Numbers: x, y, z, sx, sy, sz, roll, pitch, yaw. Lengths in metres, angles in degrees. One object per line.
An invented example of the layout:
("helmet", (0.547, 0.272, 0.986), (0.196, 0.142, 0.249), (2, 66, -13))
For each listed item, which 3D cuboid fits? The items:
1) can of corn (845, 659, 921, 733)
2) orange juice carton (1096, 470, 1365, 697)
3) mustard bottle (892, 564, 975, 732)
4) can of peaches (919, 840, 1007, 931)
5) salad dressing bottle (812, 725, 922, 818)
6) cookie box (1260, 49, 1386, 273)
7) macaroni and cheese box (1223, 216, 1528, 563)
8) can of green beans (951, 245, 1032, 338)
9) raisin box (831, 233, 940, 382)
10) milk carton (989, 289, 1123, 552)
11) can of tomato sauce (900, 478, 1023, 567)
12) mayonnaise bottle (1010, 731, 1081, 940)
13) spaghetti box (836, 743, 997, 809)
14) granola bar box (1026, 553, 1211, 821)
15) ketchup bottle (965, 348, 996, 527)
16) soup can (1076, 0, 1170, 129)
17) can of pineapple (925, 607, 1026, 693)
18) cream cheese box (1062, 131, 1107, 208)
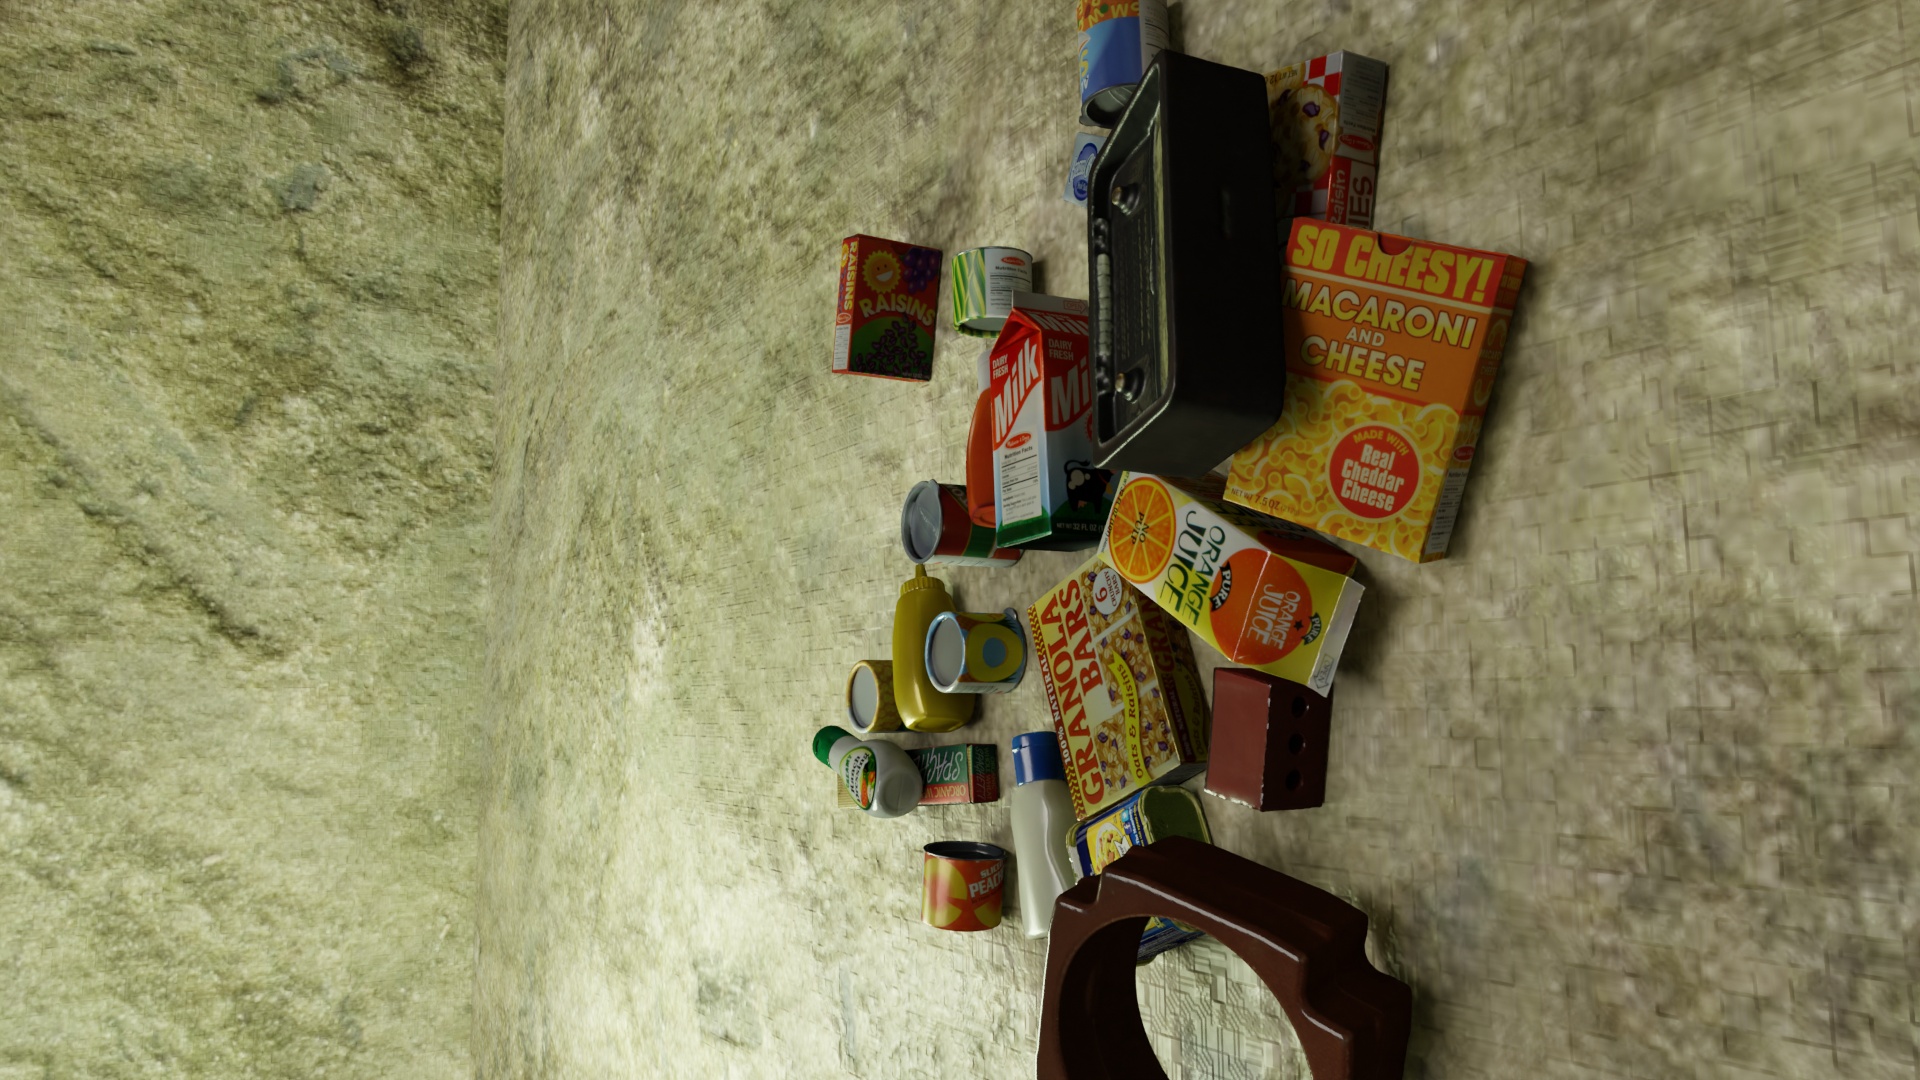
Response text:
("can of corn", (-0.062, 0.137, 1.240), (0.071, 0.058, 0.071), (-10, 79, 58))
("orange juice carton", (0.171, 0.018, 0.851), (0.193, 0.073, 0.071), (42, 121, 52))
("mustard bottle", (-0.027, 0.083, 1.188), (0.048, 0.065, 0.161), (-39, 48, 45))
("can of peaches", (0.003, 0.275, 1.108), (0.071, 0.071, 0.058), (3, 89, 59))
("salad dressing bottle", (-0.086, 0.200, 1.228), (0.147, 0.044, 0.064), (17, 100, 59))
("cookie box", (0.197, -0.206, 0.865), (0.123, 0.040, 0.167), (10, 95, 59))
("macaroni and cheese box", (0.225, -0.085, 0.767), (0.124, 0.040, 0.166), (21, 106, 36))
("can of green beans", (0.026, -0.200, 1.125), (0.071, 0.071, 0.058), (-13, 76, 58))
("raisin box", (-0.068, -0.209, 1.264), (0.040, 0.086, 0.123), (8, 93, 61))
("milk carton", (0.071, -0.091, 1.032), (0.073, 0.072, 0.190), (-17, 73, 57))
("can of tomato sauce", (0.004, -0.014, 1.123), (0.071, 0.083, 0.071), (-11, 77, 58))
("mayonnaise bottle", (0.066, 0.218, 1.035), (0.064, 0.041, 0.148), (-33, 58, 51))
("spaghetti box", (-0.044, 0.211, 1.229), (0.249, 0.029, 0.050), (-19, 70, 57))
("granola bar box", (0.111, 0.098, 0.975), (0.123, 0.039, 0.166), (-43, 51, 48))
("ketchup bottle", (0.035, -0.084, 1.105), (0.043, 0.065, 0.149), (100, 168, -62))
("soup can", (0.115, -0.346, 0.992), (0.071, 0.071, 0.084), (-20, 69, 57))
("can of pineapple", (0.011, 0.089, 1.123), (0.071, 0.058, 0.071), (-11, 77, 58))
("cream cheese box", (0.102, -0.269, 1.017), (0.104, 0.024, 0.053), (-117, 38, -69))
